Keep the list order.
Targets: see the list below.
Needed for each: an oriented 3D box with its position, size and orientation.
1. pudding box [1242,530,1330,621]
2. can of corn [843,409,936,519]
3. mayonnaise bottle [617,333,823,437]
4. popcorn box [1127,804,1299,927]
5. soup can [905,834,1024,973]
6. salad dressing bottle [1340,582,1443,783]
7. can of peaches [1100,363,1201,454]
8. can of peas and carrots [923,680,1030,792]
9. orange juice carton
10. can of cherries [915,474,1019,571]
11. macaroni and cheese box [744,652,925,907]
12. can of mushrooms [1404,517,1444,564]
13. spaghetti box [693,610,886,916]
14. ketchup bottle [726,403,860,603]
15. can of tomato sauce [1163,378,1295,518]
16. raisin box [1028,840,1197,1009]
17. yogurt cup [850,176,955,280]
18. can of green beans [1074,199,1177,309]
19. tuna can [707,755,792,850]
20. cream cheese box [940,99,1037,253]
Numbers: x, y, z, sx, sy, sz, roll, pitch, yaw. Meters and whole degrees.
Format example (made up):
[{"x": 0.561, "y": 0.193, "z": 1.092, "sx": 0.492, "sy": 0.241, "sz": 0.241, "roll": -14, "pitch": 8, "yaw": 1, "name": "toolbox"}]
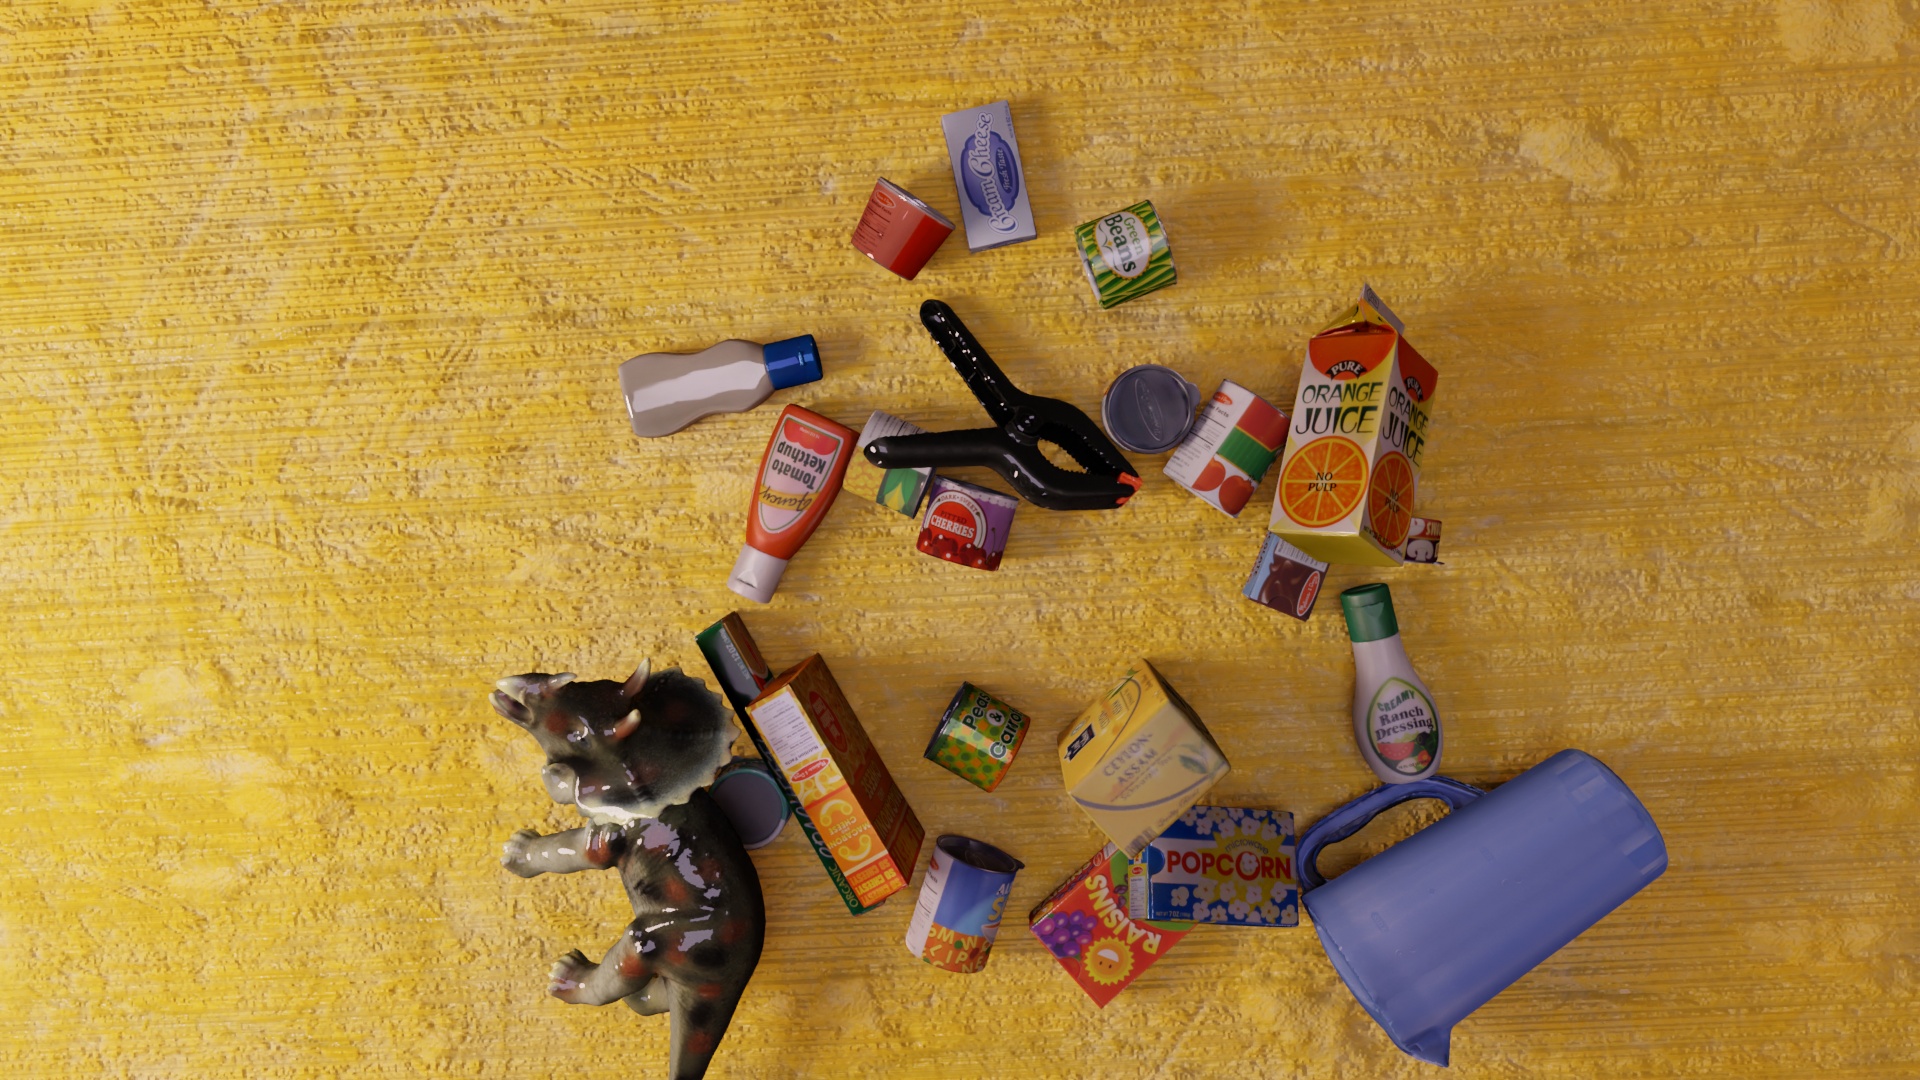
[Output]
[{"x": 0.253, "y": 0.013, "z": 1.054, "sx": 0.050, "sy": 0.030, "sz": 0.083, "roll": 21, "pitch": 94, "yaw": -1, "name": "pudding box"}, {"x": -0.050, "y": -0.056, "z": 1.043, "sx": 0.058, "sy": 0.071, "sz": 0.071, "roll": 23, "pitch": 94, "yaw": 1, "name": "can of corn"}, {"x": -0.180, "y": -0.122, "z": 1.055, "sx": 0.148, "sy": 0.041, "sz": 0.064, "roll": -13, "pitch": 95, "yaw": 1, "name": "mayonnaise bottle"}, {"x": 0.188, "y": 0.242, "z": 1.034, "sx": 0.127, "sy": 0.038, "sz": 0.085, "roll": 8, "pitch": 72, "yaw": -19, "name": "popcorn box"}, {"x": 0.003, "y": 0.278, "z": 1.060, "sx": 0.071, "sy": 0.071, "sz": 0.083, "roll": 17, "pitch": 95, "yaw": 1, "name": "soup can"}, {"x": 0.322, "y": 0.107, "z": 1.050, "sx": 0.064, "sy": 0.044, "sz": 0.147, "roll": -15, "pitch": 93, "yaw": 1, "name": "salad dressing bottle"}, {"x": 0.141, "y": -0.098, "z": 1.037, "sx": 0.071, "sy": 0.058, "sz": 0.071, "roll": 0, "pitch": 93, "yaw": 2, "name": "can of peaches"}, {"x": 0.014, "y": 0.147, "z": 1.050, "sx": 0.059, "sy": 0.071, "sz": 0.071, "roll": 29, "pitch": 94, "yaw": -1, "name": "can of peas and carrots"}, {"x": 0.288, "y": -0.083, "z": 0.999, "sx": 0.073, "sy": 0.072, "sz": 0.193, "roll": 2, "pitch": 73, "yaw": 44, "name": "orange juice carton"}, {"x": 0.004, "y": -0.013, "z": 1.040, "sx": 0.071, "sy": 0.071, "sz": 0.058, "roll": 17, "pitch": 95, "yaw": 1, "name": "can of cherries"}, {"x": -0.089, "y": 0.173, "z": 1.028, "sx": 0.040, "sy": 0.124, "sz": 0.166, "roll": -30, "pitch": 92, "yaw": 7, "name": "macaroni and cheese box"}, {"x": 0.325, "y": -0.002, "z": 1.032, "sx": 0.071, "sy": 0.071, "sz": 0.033, "roll": 7, "pitch": 93, "yaw": 1, "name": "can of mushrooms"}, {"x": -0.127, "y": 0.171, "z": 1.065, "sx": 0.028, "sy": 0.050, "sz": 0.250, "roll": -29, "pitch": 92, "yaw": 6, "name": "spaghetti box"}, {"x": -0.132, "y": -0.026, "z": 1.057, "sx": 0.065, "sy": 0.043, "sz": 0.148, "roll": 25, "pitch": 95, "yaw": 9, "name": "ketchup bottle"}, {"x": 0.202, "y": -0.067, "z": 1.033, "sx": 0.071, "sy": 0.071, "sz": 0.083, "roll": 34, "pitch": 95, "yaw": -1, "name": "can of tomato sauce"}, {"x": 0.125, "y": 0.285, "z": 1.070, "sx": 0.123, "sy": 0.040, "sz": 0.086, "roll": -42, "pitch": 92, "yaw": 4, "name": "raisin box"}, {"x": -0.045, "y": -0.230, "z": 1.033, "sx": 0.072, "sy": 0.072, "sz": 0.054, "roll": 33, "pitch": 102, "yaw": -1, "name": "yogurt cup"}, {"x": 0.122, "y": -0.211, "z": 1.026, "sx": 0.058, "sy": 0.071, "sz": 0.071, "roll": -20, "pitch": 93, "yaw": 3, "name": "can of green beans"}, {"x": -0.165, "y": 0.202, "z": 1.077, "sx": 0.071, "sy": 0.033, "sz": 0.071, "roll": 0, "pitch": 94, "yaw": 1, "name": "tuna can"}, {"x": 0.022, "y": -0.273, "z": 1.047, "sx": 0.053, "sy": 0.024, "sz": 0.103, "roll": -13, "pitch": 93, "yaw": 4, "name": "cream cheese box"}]
